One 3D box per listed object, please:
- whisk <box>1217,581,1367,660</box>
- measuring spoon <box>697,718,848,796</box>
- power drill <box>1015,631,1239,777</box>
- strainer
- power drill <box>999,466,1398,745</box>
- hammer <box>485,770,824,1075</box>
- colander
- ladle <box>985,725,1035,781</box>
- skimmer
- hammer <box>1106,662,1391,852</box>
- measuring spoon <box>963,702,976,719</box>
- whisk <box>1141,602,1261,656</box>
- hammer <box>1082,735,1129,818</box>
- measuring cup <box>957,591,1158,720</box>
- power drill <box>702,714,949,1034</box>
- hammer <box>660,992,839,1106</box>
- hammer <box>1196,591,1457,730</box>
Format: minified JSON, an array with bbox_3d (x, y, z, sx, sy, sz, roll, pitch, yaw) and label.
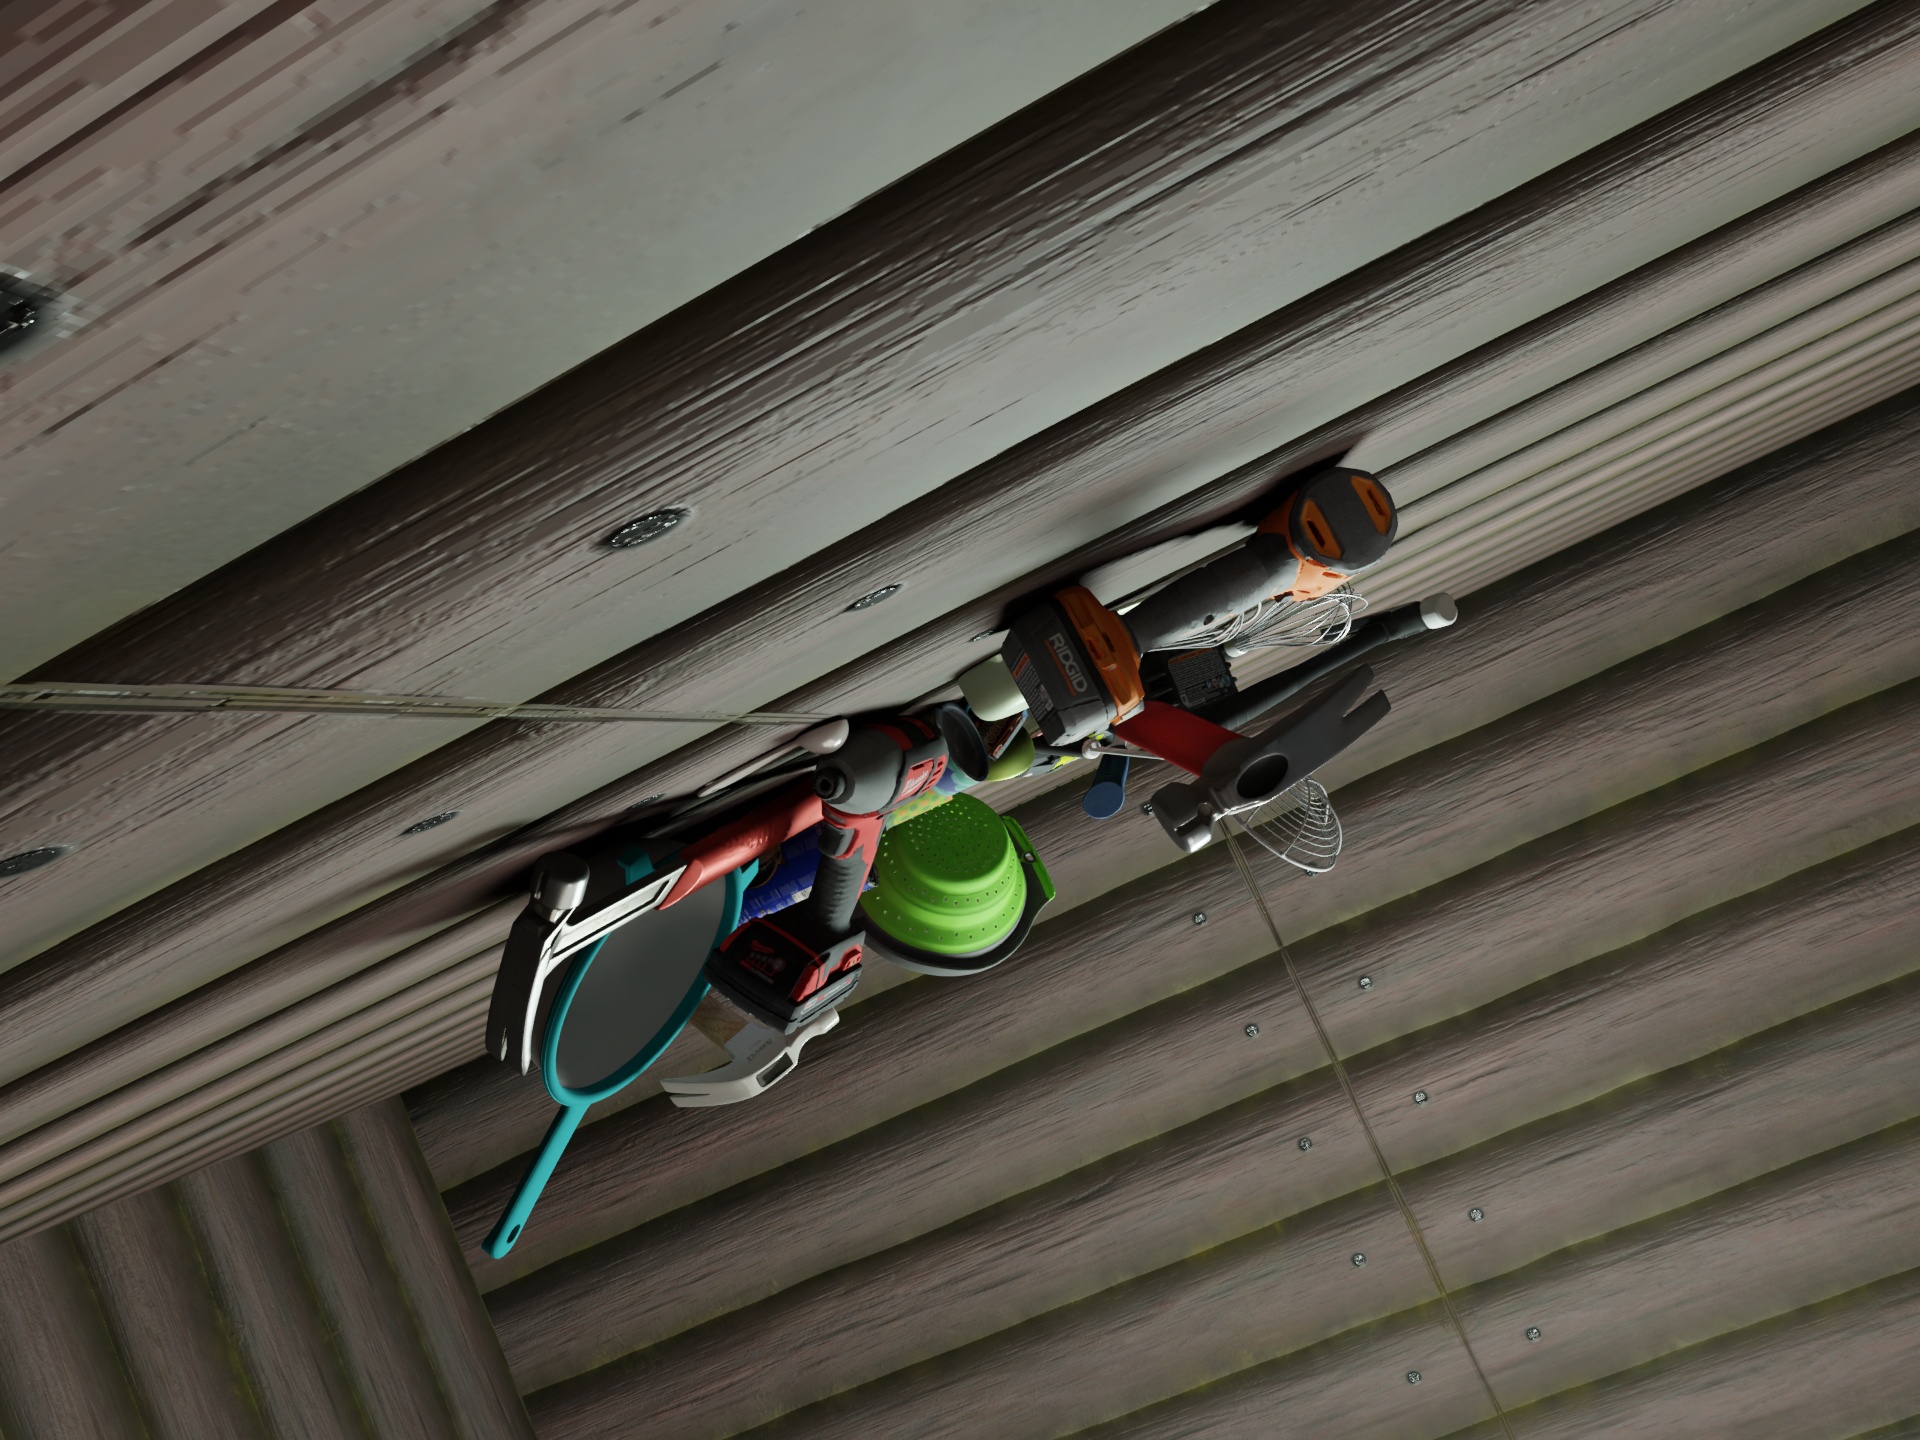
[{"bbox_3d":[0.288,-0.083,1.552,0.070,0.070,0.284,-21,178,-30],"label":"whisk"},{"bbox_3d":[-0.124,0.031,1.053,0.124,0.018,0.034,-26,174,23],"label":"measuring spoon"},{"bbox_3d":[0.143,-0.004,1.547,0.223,0.080,0.171,-26,176,42],"label":"power drill"},{"bbox_3d":[-0.287,0.219,1.152,0.340,0.095,0.211,-62,161,3],"label":"strainer"},{"bbox_3d":[0.141,-0.068,0.968,0.226,0.084,0.164,-27,176,-5],"label":"power drill"},{"bbox_3d":[-0.175,0.103,1.076,0.359,0.037,0.149,-29,144,-58],"label":"hammer"},{"bbox_3d":[-0.087,0.152,1.493,0.397,0.205,0.094,-14,146,-26],"label":"colander"},{"bbox_3d":[-0.027,0.054,1.469,0.078,0.062,0.320,-23,177,-28],"label":"ladle"},{"bbox_3d":[0.159,0.059,1.381,0.363,0.090,0.127,7,-177,42],"label":"skimmer"},{"bbox_3d":[0.131,-0.008,1.036,0.143,0.038,0.386,-33,-165,-6],"label":"hammer"},{"bbox_3d":[-0.002,-0.004,1.271,0.042,0.021,0.128,-40,171,-21],"label":"measuring spoon"},{"bbox_3d":[0.133,-0.059,1.200,0.057,0.059,0.246,23,152,-28],"label":"whisk"},{"bbox_3d":[0.173,0.029,1.719,0.144,0.035,0.405,-27,-173,14],"label":"hammer"},{"bbox_3d":[0.080,-0.045,1.100,0.167,0.038,0.083,-23,174,9],"label":"measuring cup"},{"bbox_3d":[-0.092,0.102,1.116,0.219,0.078,0.143,-65,162,17],"label":"power drill"},{"bbox_3d":[-0.242,0.220,1.311,0.130,0.031,0.331,-39,-144,-24],"label":"hammer"},{"bbox_3d":[0.312,-0.040,1.490,0.335,0.035,0.146,-26,-175,-34],"label":"hammer"}]
